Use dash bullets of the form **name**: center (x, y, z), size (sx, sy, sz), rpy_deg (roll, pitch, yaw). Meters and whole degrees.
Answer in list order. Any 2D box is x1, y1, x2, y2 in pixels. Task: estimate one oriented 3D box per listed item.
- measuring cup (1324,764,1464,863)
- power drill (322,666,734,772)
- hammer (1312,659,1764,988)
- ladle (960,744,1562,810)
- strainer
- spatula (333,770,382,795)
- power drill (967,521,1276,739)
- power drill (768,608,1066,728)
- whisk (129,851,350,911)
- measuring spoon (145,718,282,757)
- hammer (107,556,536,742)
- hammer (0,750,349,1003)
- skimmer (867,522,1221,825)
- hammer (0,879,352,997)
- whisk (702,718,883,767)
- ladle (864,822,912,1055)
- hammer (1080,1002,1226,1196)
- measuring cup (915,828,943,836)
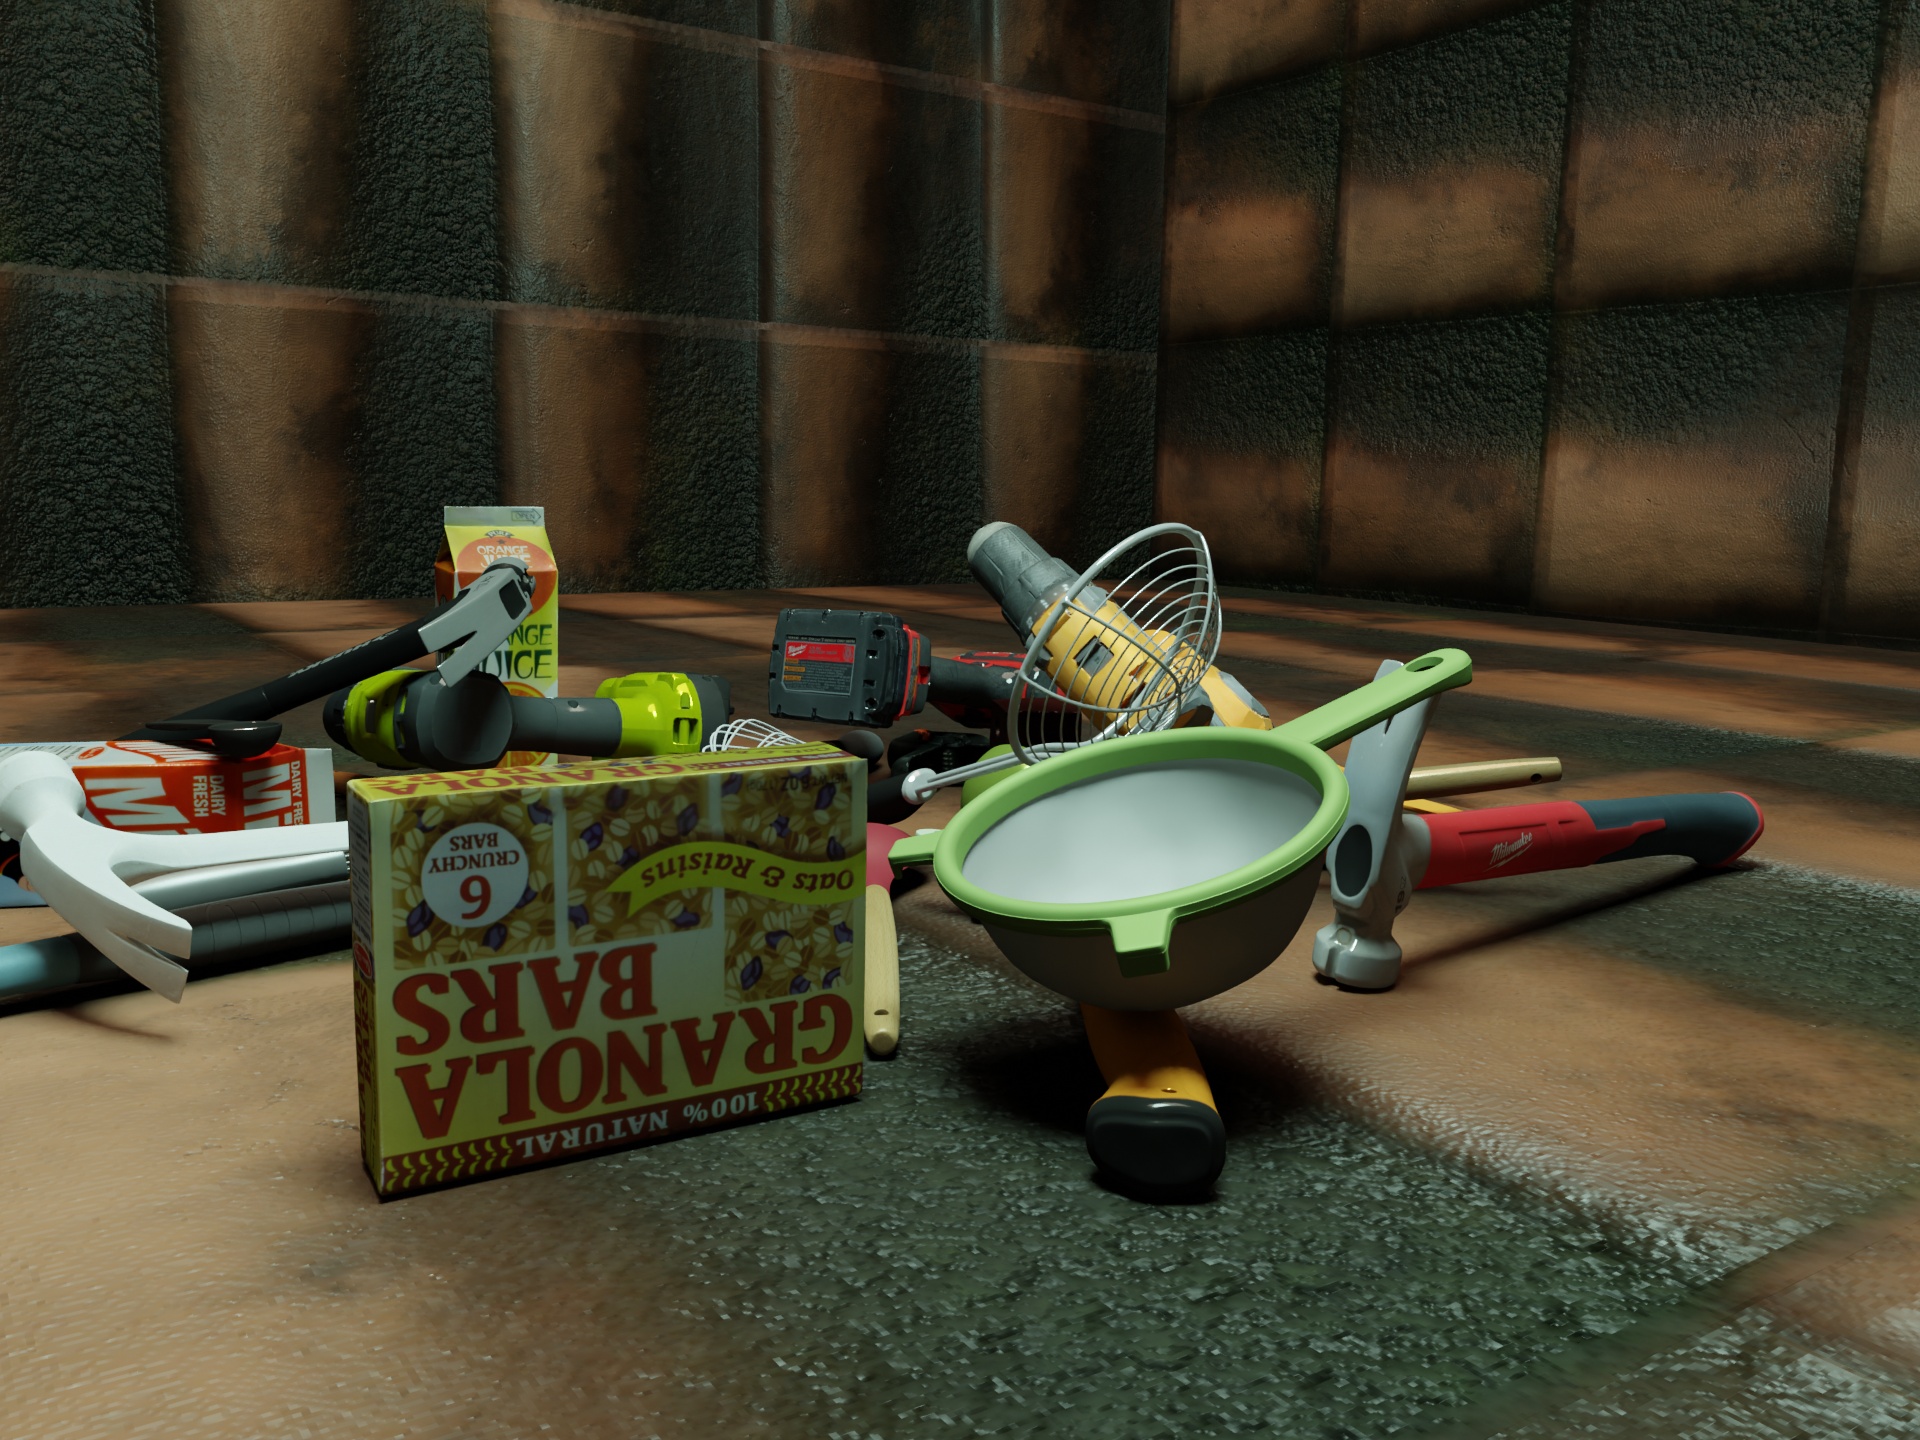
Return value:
- **measuring cup**: center (0.218, 0.062, 0.910), size (0.095, 0.052, 0.174), rpy_deg (-6, 13, -40)
- **power drill**: center (-0.282, 0.002, 1.031), size (0.228, 0.080, 0.191), rpy_deg (4, -2, -41)
- **hammer**: center (0.317, 0.043, 0.812), size (0.386, 0.143, 0.038), rpy_deg (-1, 15, -41)
- **ladle**: center (0.158, 0.037, 0.865), size (0.320, 0.078, 0.062), rpy_deg (-6, 29, 7)
- **strainer**: center (0.111, 0.043, 0.607), size (0.256, 0.069, 0.152), rpy_deg (-24, 21, -30)
- **spatula**: center (-0.301, 0.045, 0.981), size (0.323, 0.041, 0.081), rpy_deg (6, -1, 37)
- **power drill**: center (0.101, -0.034, 1.004), size (0.185, 0.084, 0.226), rpy_deg (48, 10, 25)
- **power drill**: center (-0.029, -0.030, 1.168), size (0.143, 0.078, 0.219), rpy_deg (5, -1, 42)
- **whisk**: center (-0.311, 0.074, 0.796), size (0.239, 0.055, 0.055), rpy_deg (-10, 13, -32)
- **measuring spoon**: center (-0.392, 0.009, 0.827), size (0.124, 0.018, 0.034), rpy_deg (2, 7, 41)
- **hammer**: center (-0.408, -0.005, 0.913), size (0.335, 0.035, 0.146), rpy_deg (-22, 20, 2)
- **hammer**: center (-0.222, 0.052, 0.767), size (0.405, 0.035, 0.144), rpy_deg (-3, 31, -47)
- **skimmer**: center (-0.001, -0.003, 0.818), size (0.127, 0.090, 0.363), rpy_deg (-30, 5, -35)
- **hammer**: center (-0.356, 0.097, 0.662), size (0.128, 0.033, 0.331), rpy_deg (11, 13, 43)
- **whisk**: center (-0.106, 0.026, 1.084), size (0.070, 0.070, 0.284), rpy_deg (4, 4, 16)
- **ladle**: center (-0.042, 0.093, 0.755), size (0.069, 0.031, 0.315), rpy_deg (-1, 10, -4)
- **hammer**: center (0.070, 0.107, 0.650), size (0.127, 0.034, 0.337), rpy_deg (0, 9, -1)
- **measuring cup**: center (0.051, 0.051, 0.765), size (0.168, 0.038, 0.083), rpy_deg (7, 11, 29)
